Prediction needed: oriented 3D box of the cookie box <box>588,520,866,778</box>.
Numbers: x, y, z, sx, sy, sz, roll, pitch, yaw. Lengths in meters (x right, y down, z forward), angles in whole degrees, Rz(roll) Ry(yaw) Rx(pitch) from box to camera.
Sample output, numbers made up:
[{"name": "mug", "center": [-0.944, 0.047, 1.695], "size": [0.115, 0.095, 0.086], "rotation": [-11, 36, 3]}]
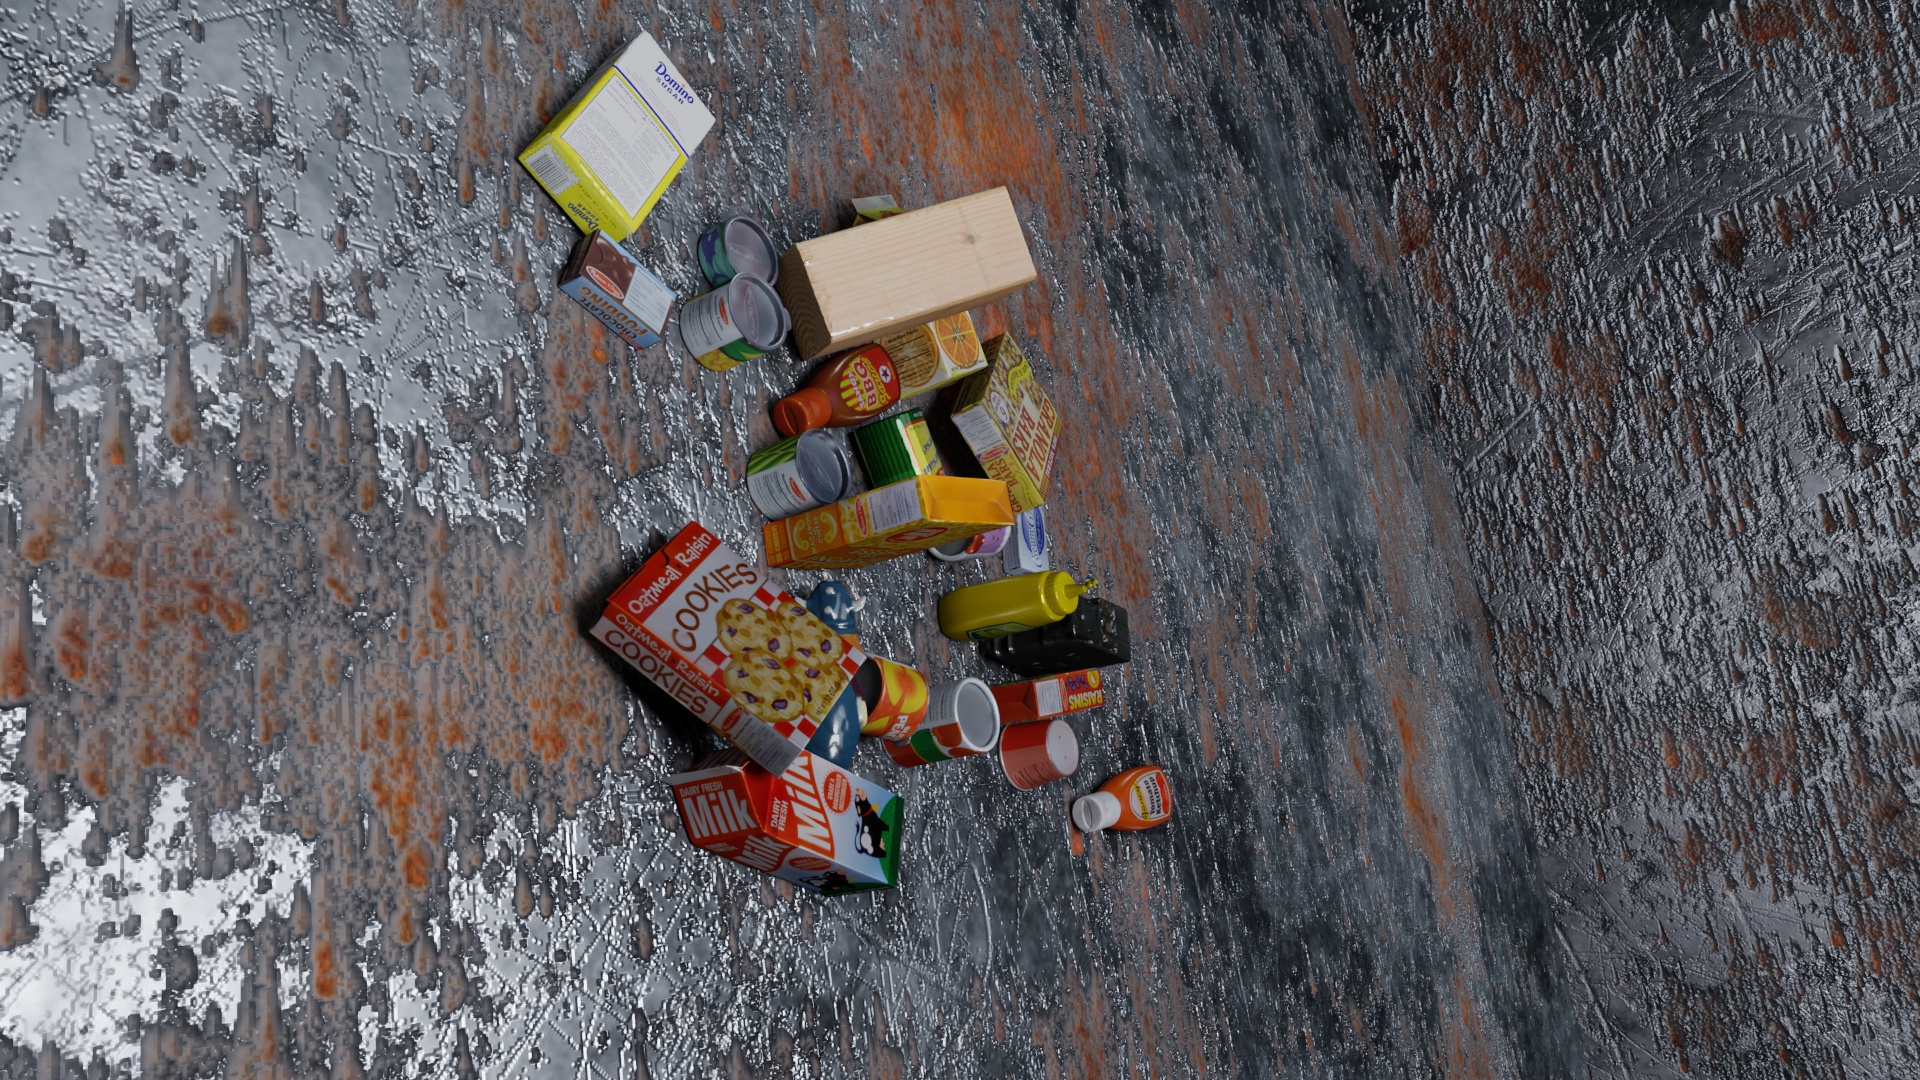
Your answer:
[{"name": "cookie box", "center": [-0.162, 0.073, 0.992], "size": [0.167, 0.040, 0.123], "rotation": [39, 33, -3]}]

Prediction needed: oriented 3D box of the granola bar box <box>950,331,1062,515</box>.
[{"name": "granola bar box", "center": [0.050, -0.119, 1.384], "size": [0.124, 0.039, 0.166], "rotation": [57, 25, -23]}]

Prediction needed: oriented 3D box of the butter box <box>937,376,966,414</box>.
[{"name": "butter box", "center": [0.015, -0.159, 1.440], "size": [0.053, 0.024, 0.104], "rotation": [60, 35, -18]}]

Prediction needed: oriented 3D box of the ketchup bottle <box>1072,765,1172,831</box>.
[{"name": "ketchup bottle", "center": [0.168, 0.275, 1.449], "size": [0.149, 0.043, 0.065], "rotation": [1, 75, -55]}]

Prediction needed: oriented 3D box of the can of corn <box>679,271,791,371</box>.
[{"name": "can of corn", "center": [-0.183, -0.176, 1.128], "size": [0.071, 0.058, 0.071], "rotation": [29, 53, -47]}]

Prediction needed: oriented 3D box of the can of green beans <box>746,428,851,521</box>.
[{"name": "can of green beans", "center": [-0.133, -0.053, 1.145], "size": [0.071, 0.057, 0.071], "rotation": [29, 53, -47]}]

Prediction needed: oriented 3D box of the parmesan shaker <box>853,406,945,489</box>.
[{"name": "parmesan shaker", "center": [-0.050, -0.063, 1.261], "size": [0.071, 0.071, 0.103], "rotation": [-28, 99, -56]}]

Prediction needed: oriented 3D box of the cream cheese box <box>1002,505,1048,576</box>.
[{"name": "cream cheese box", "center": [0.065, -0.012, 1.445], "size": [0.053, 0.024, 0.104], "rotation": [21, 59, -49]}]

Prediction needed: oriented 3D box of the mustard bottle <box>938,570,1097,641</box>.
[{"name": "mustard bottle", "center": [0.056, 0.057, 1.278], "size": [0.065, 0.160, 0.049], "rotation": [16, 65, -51]}]

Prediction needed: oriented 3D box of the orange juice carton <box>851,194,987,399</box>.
[{"name": "orange juice carton", "center": [-0.051, -0.240, 1.335], "size": [0.072, 0.073, 0.192], "rotation": [-26, 97, -55]}]

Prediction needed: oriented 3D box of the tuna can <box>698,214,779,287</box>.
[{"name": "tuna can", "center": [-0.187, -0.236, 1.172], "size": [0.071, 0.032, 0.071], "rotation": [29, 53, -47]}]

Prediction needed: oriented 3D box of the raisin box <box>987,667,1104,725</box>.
[{"name": "raisin box", "center": [0.069, 0.149, 1.322], "size": [0.123, 0.086, 0.040], "rotation": [-1, 79, -55]}]

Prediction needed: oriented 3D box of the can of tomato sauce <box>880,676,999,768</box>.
[{"name": "can of tomato sauce", "center": [-0.017, 0.158, 1.196], "size": [0.071, 0.083, 0.071], "rotation": [28, 54, -47]}]

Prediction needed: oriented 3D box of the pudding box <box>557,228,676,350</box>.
[{"name": "pudding box", "center": [-0.258, -0.189, 1.050], "size": [0.083, 0.030, 0.050], "rotation": [41, 46, -39]}]

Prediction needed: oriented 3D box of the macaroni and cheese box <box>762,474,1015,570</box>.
[{"name": "macaroni and cheese box", "center": [-0.059, -0.012, 1.136], "size": [0.124, 0.166, 0.040], "rotation": [2, 75, -55]}]

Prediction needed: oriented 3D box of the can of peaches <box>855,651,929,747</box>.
[{"name": "can of peaches", "center": [-0.069, 0.131, 1.147], "size": [0.058, 0.071, 0.071], "rotation": [26, 55, -48]}]

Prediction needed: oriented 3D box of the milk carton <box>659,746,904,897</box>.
[{"name": "milk carton", "center": [-0.129, 0.200, 1.023], "size": [0.190, 0.072, 0.074], "rotation": [36, 48, -42]}]

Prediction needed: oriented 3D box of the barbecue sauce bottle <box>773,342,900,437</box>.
[{"name": "barbecue sauce bottle", "center": [-0.109, -0.128, 1.227], "size": [0.149, 0.043, 0.064], "rotation": [-37, 109, -55]}]

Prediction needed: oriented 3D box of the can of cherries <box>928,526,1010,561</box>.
[{"name": "can of cherries", "center": [0.005, -0.017, 1.320], "size": [0.058, 0.071, 0.071], "rotation": [-3, 78, -55]}]

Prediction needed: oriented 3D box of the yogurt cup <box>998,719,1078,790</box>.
[{"name": "yogurt cup", "center": [0.077, 0.204, 1.338], "size": [0.072, 0.054, 0.072], "rotation": [28, 53, -46]}]
